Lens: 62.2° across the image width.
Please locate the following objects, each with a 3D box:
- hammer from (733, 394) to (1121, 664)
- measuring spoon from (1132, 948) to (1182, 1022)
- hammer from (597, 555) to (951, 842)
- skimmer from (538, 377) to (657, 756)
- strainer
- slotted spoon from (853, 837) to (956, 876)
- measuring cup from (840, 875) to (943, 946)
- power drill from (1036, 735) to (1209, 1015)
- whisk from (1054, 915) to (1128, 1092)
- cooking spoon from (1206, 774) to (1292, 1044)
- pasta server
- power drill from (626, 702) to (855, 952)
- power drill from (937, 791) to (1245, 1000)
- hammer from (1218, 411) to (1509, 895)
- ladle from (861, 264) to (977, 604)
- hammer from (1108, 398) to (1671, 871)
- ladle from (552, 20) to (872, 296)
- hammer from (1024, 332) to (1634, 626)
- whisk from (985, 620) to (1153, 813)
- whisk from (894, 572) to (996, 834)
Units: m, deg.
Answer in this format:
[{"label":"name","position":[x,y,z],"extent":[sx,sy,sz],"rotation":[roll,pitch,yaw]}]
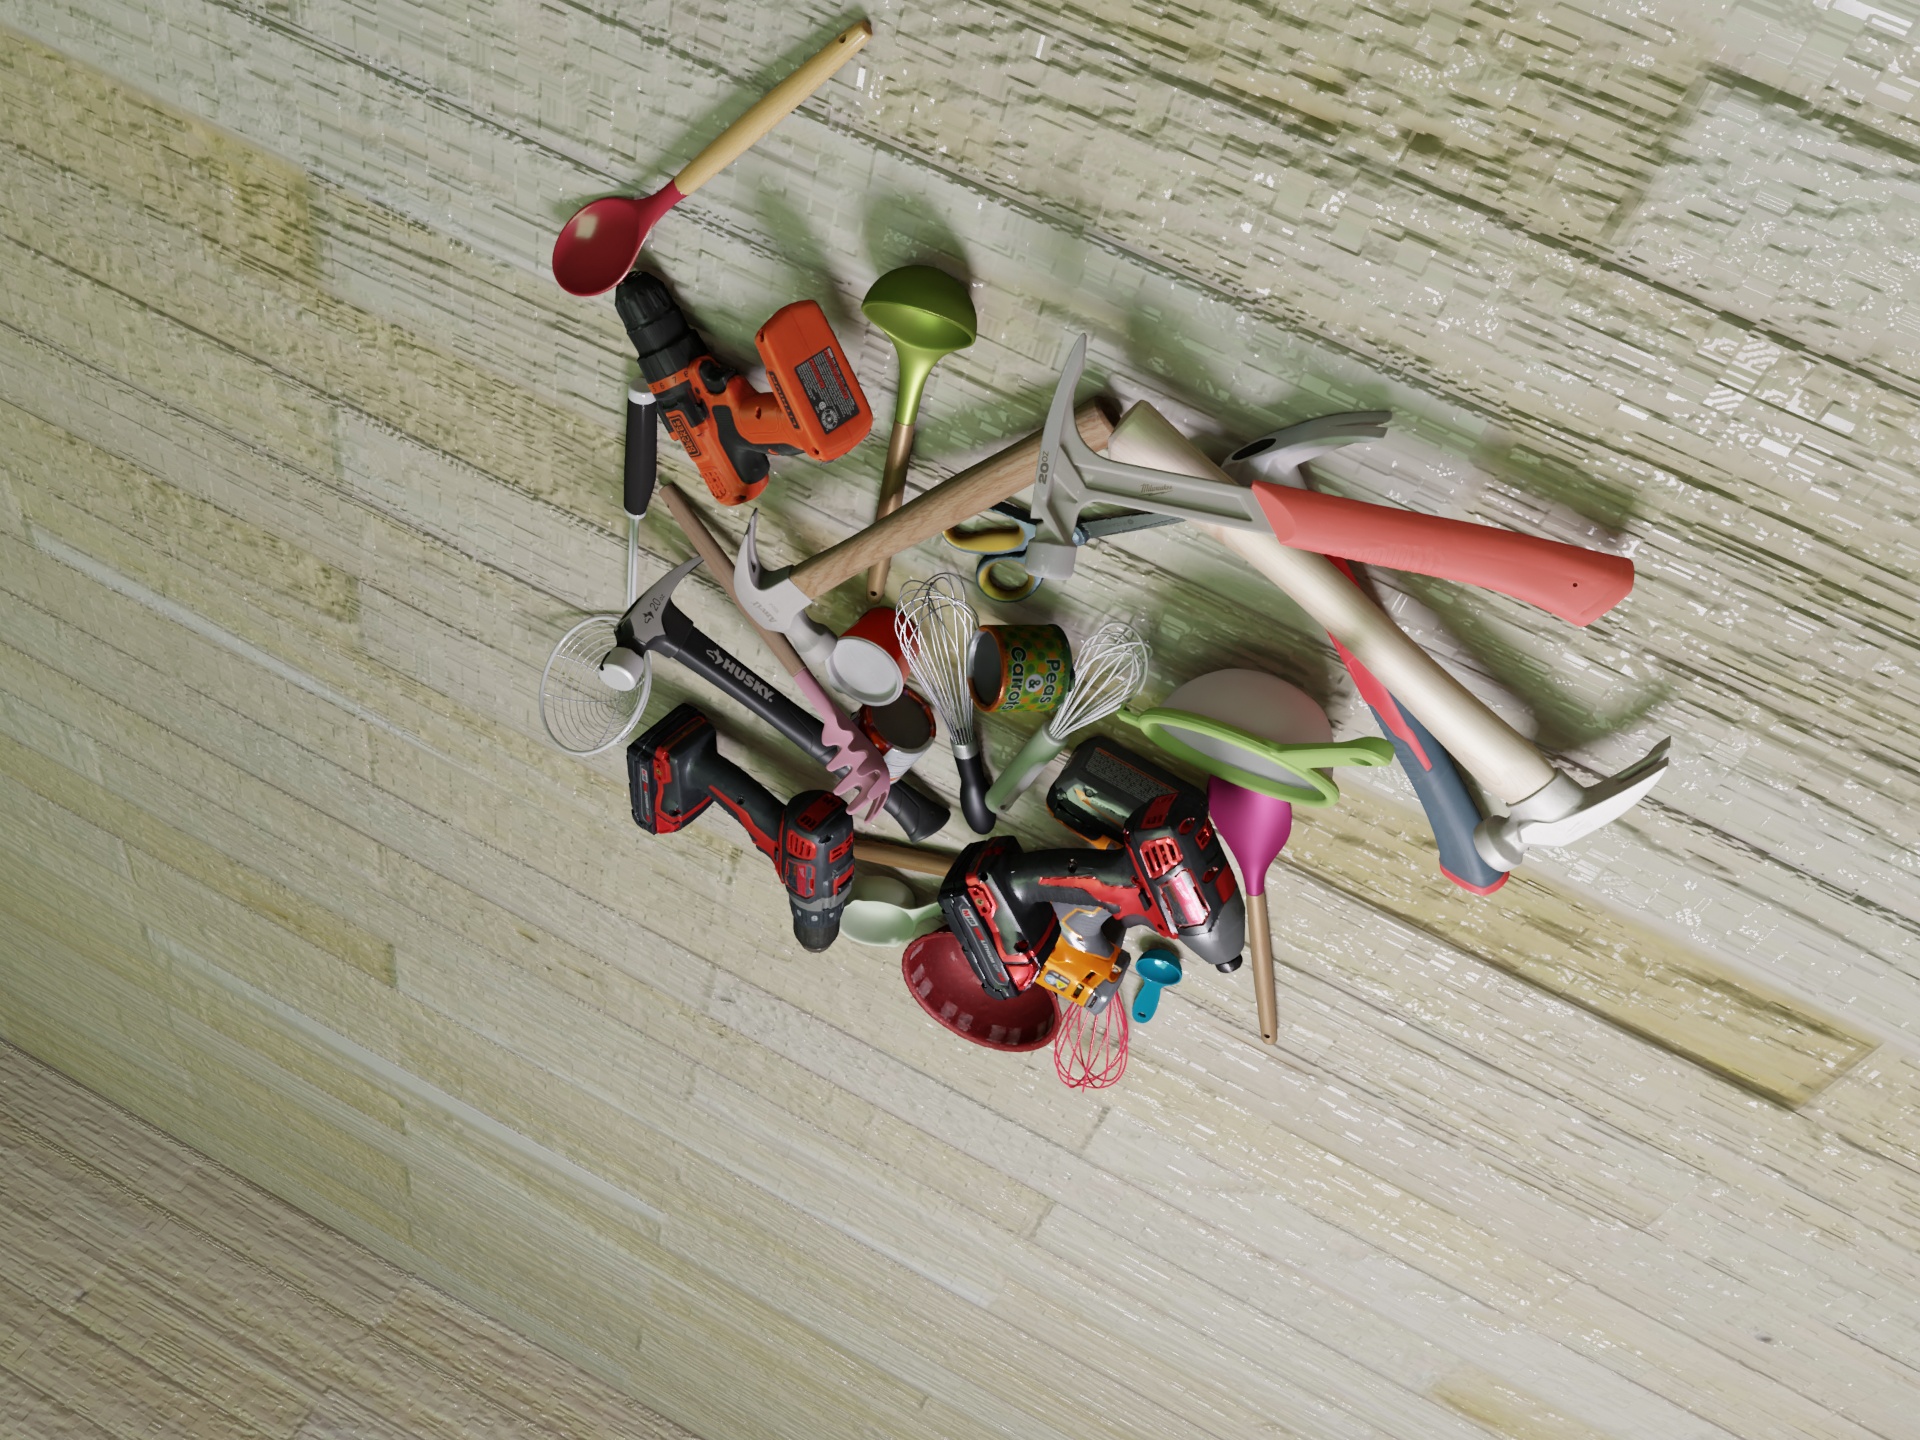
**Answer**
[{"label":"hammer","position":[-0.030,-0.145,1.132],"extent":[0.331,0.031,0.130],"rotation":[-24,128,31]},{"label":"measuring spoon","position":[0.173,0.238,1.435],"extent":[0.042,0.021,0.128],"rotation":[18,146,7]},{"label":"hammer","position":[-0.138,-0.003,1.336],"extent":[0.334,0.146,0.035],"rotation":[37,140,-22]},{"label":"skimmer","position":[-0.300,-0.122,1.324],"extent":[0.127,0.090,0.363],"rotation":[50,144,30]},{"label":"strainer","position":[0.224,0.001,1.081],"extent":[0.151,0.069,0.256],"rotation":[27,170,-16]},{"label":"slotted spoon","position":[-0.019,0.129,1.438],"extent":[0.314,0.031,0.070],"rotation":[9,126,28]},{"label":"measuring cup","position":[-0.038,0.165,1.481],"extent":[0.167,0.038,0.083],"rotation":[-16,135,21]},{"label":"power drill","position":[0.089,0.125,1.299],"extent":[0.164,0.084,0.226],"rotation":[29,127,6]},{"label":"whisk","position":[0.127,0.235,1.428],"extent":[0.073,0.073,0.295],"rotation":[18,130,16]},{"label":"cooking spoon","position":[0.244,0.158,1.309],"extent":[0.069,0.017,0.318],"rotation":[8,132,26]},{"label":"pasta server","position":[-0.151,-0.057,1.277],"extent":[0.316,0.040,0.060],"rotation":[54,152,1]},{"label":"power drill","position":[-0.192,0.104,1.446],"extent":[0.227,0.080,0.187],"rotation":[29,139,21]},{"label":"power drill","position":[0.106,0.140,1.202],"extent":[0.220,0.078,0.143],"rotation":[-15,112,32]},{"label":"hammer","position":[0.301,-0.032,1.083],"extent":[0.143,0.038,0.386],"rotation":[-15,120,38]},{"label":"ladle","position":[-0.046,-0.188,1.136],"extent":[0.078,0.062,0.320],"rotation":[16,140,1]},{"label":"hammer","position":[0.264,-0.065,1.021],"extent":[0.410,0.038,0.146],"rotation":[40,134,-9]},{"label":"ladle","position":[-0.170,-0.370,1.055],"extent":[0.315,0.031,0.069],"rotation":[-22,76,39]},{"label":"hammer","position":[0.224,-0.128,0.962],"extent":[0.359,0.037,0.149],"rotation":[12,102,4]},{"label":"whisk","position":[0.079,0.006,1.238],"extent":[0.059,0.057,0.246],"rotation":[61,142,21]},{"label":"whisk","position":[-0.001,-0.005,1.284],"extent":[0.070,0.070,0.284],"rotation":[11,139,23]}]
